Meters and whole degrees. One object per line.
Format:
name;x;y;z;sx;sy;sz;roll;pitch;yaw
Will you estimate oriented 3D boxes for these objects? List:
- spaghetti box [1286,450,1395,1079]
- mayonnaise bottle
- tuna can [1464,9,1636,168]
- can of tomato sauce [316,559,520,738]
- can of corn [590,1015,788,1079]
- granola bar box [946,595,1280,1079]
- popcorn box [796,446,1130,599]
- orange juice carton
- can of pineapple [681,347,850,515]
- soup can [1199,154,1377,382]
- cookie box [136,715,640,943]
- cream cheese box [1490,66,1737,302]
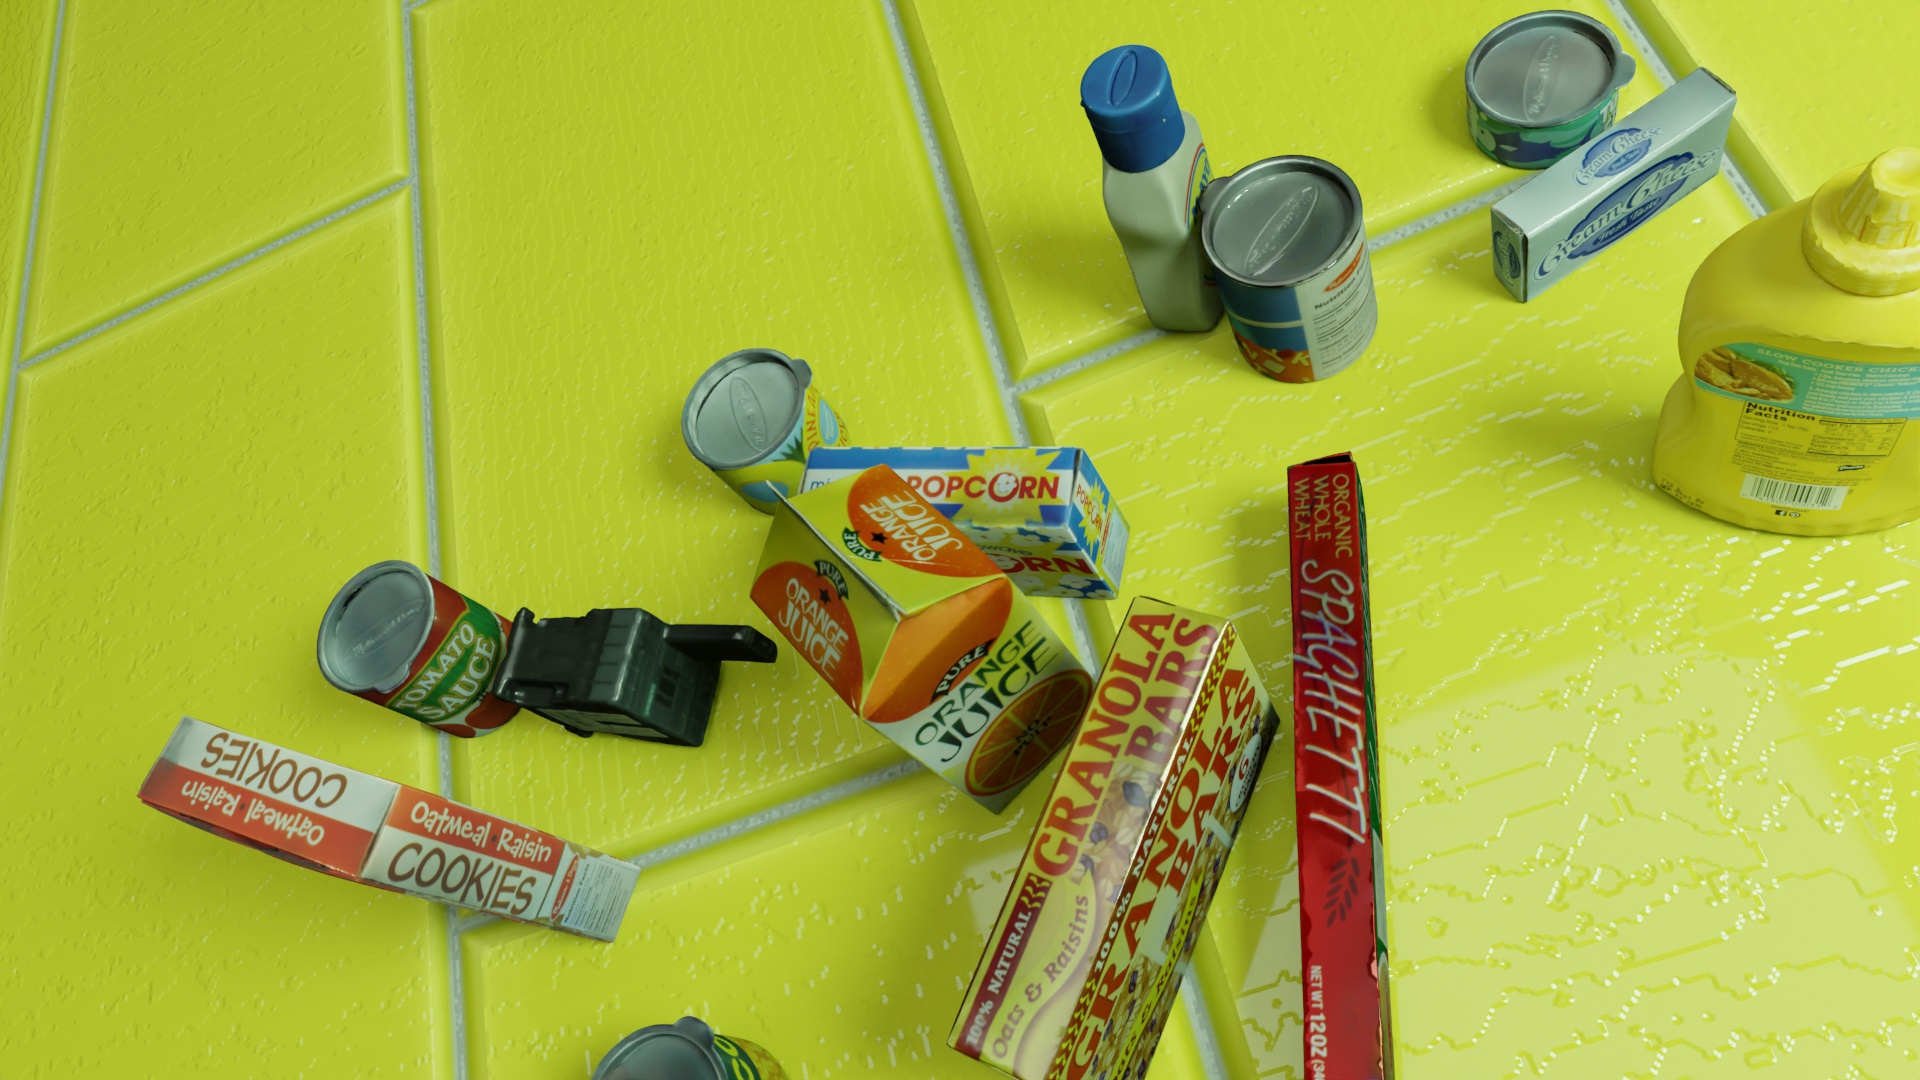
spaghetti box;0.146;0.088;0.534;0.028;0.050;0.251;-5;65;19
mayonnaise bottle;0.089;-0.154;0.612;0.041;0.147;0.065;8;70;24
tuna can;0.268;-0.205;0.634;0.071;0.032;0.071;-8;64;18
can of tomato sauce;-0.260;0.057;0.686;0.071;0.083;0.071;-8;64;18
can of corn;-0.107;0.230;0.561;0.071;0.058;0.071;-8;64;18
granola bar box;0.063;0.118;0.509;0.039;0.124;0.166;17;74;27
popcorn box;0.002;-0.008;0.614;0.126;0.085;0.038;1;67;22
orange juice carton;-0.013;0.036;0.536;0.073;0.192;0.072;-45;59;-3
can of pineapple;-0.093;-0.053;0.688;0.071;0.057;0.071;-8;64;18
soup can;0.144;-0.118;0.611;0.071;0.083;0.071;-8;64;18
cookie box;-0.236;0.128;0.595;0.123;0.167;0.040;9;71;25
cream cheese box;0.277;-0.150;0.592;0.104;0.053;0.024;-34;59;4
